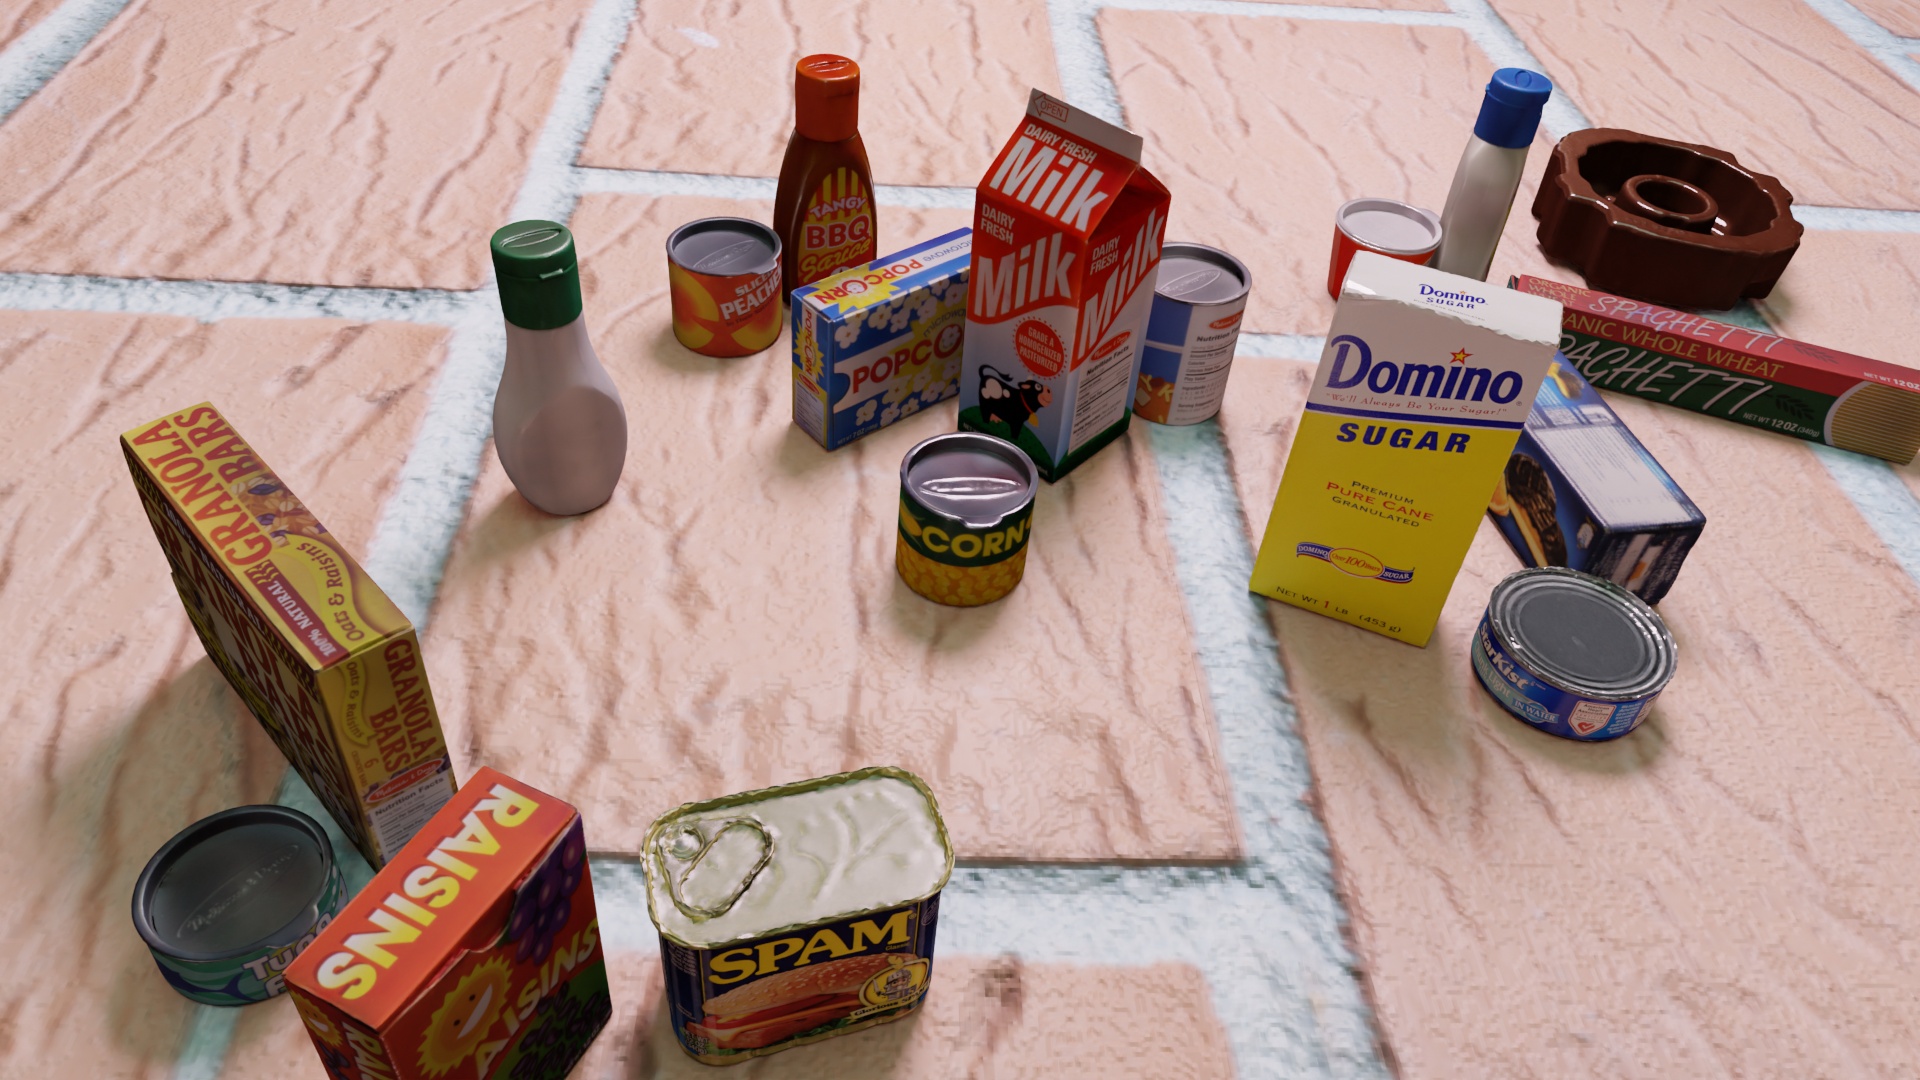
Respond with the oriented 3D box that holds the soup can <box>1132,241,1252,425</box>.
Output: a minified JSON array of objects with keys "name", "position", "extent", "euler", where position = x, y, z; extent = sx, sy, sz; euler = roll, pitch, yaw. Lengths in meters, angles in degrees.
[{"name":"soup can","position":[0.123,-0.119,0.794],"extent":[0.071,0.083,0.072],"euler":[3,42,-3]}]

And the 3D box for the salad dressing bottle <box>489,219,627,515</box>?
[{"name":"salad dressing bottle","position":[-0.195,-0.081,0.666],"extent":[0.064,0.146,0.044],"euler":[-23,49,-29]}]

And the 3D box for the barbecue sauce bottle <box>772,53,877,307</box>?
[{"name":"barbecue sauce bottle","position":[-0.080,-0.211,0.825],"extent":[0.065,0.147,0.044],"euler":[-18,47,-25]}]

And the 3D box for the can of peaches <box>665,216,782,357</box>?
[{"name":"can of peaches","position":[-0.136,-0.148,0.816],"extent":[0.071,0.057,0.071],"euler":[3,42,-3]}]

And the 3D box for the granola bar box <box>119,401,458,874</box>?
[{"name":"granola bar box","position":[-0.260,0.039,0.542],"extent":[0.039,0.123,0.166],"euler":[-31,53,-34]}]

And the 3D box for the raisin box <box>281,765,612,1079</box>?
[{"name":"raisin box","position":[-0.154,0.144,0.437],"extent":[0.040,0.122,0.086],"euler":[21,44,17]}]

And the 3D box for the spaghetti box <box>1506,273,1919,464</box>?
[{"name":"spaghetti box","position":[0.452,-0.105,0.841],"extent":[0.250,0.049,0.029],"euler":[17,43,12]}]

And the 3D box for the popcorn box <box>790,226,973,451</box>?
[{"name":"popcorn box","position":[-0.033,-0.113,0.768],"extent":[0.127,0.084,0.038],"euler":[-28,52,-32]}]

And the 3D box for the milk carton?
[{"name":"milk carton","position":[0.053,-0.133,0.721],"extent":[0.072,0.189,0.074],"euler":[33,48,27]}]

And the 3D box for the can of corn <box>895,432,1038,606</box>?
[{"name":"can of corn","position":[0.002,-0.008,0.675],"extent":[0.071,0.058,0.071],"euler":[3,42,-3]}]

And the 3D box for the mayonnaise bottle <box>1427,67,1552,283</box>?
[{"name":"mayonnaise bottle","position":[0.335,-0.224,0.888],"extent":[0.041,0.147,0.065],"euler":[17,43,12]}]

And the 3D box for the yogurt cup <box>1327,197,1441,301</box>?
[{"name":"yogurt cup","position":[0.273,-0.184,0.906],"extent":[0.072,0.053,0.073],"euler":[3,42,-3]}]

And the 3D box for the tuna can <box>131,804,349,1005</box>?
[{"name":"tuna can","position":[-0.258,0.133,0.505],"extent":[0.071,0.032,0.071],"euler":[3,42,-3]}]
